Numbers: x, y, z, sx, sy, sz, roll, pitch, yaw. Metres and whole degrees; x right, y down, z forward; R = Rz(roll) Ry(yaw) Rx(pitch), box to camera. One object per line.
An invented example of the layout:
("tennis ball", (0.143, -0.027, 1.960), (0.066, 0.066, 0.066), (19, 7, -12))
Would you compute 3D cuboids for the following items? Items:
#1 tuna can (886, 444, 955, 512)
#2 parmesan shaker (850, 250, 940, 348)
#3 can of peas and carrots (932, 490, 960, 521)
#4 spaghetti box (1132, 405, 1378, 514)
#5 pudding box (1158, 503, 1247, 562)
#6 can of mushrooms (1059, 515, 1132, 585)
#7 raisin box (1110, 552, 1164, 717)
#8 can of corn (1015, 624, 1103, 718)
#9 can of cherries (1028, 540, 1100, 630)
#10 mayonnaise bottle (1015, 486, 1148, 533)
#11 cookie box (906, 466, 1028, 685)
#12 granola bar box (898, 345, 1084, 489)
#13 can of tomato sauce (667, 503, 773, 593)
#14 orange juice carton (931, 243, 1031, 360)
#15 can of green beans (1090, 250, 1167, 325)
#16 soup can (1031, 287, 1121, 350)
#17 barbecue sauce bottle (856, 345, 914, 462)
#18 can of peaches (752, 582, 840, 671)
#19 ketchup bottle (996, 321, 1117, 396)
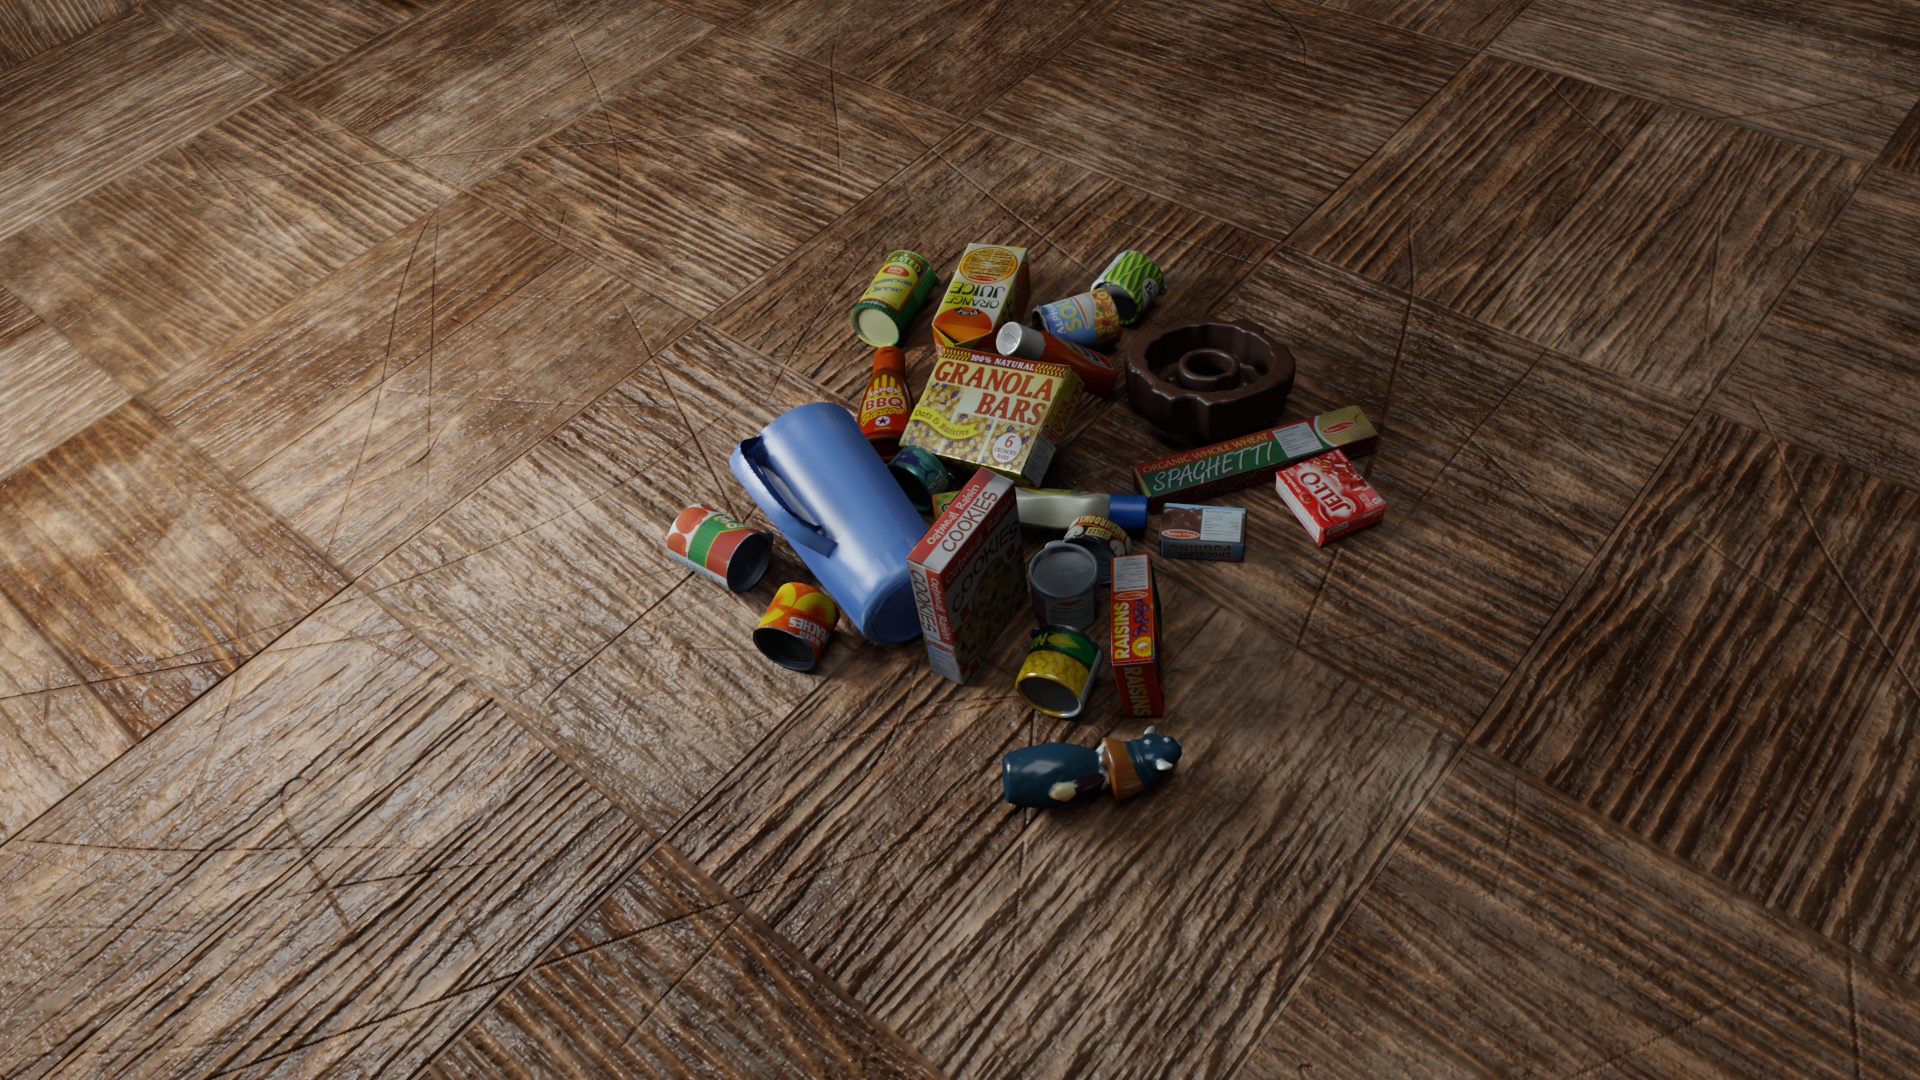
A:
("tuna can", (-0.042, -0.062, 1.432), (0.071, 0.070, 0.033), (26, 59, 27))
("parmesan shaker", (-0.076, -0.282, 1.628), (0.071, 0.071, 0.103), (13, 53, 19))
("can of peas and carrots", (0.005, -0.017, 1.384), (0.059, 0.070, 0.071), (-8, 49, 2))
("spaghetti box", (0.301, -0.084, 1.427), (0.250, 0.028, 0.050), (-16, 49, -6))
("pudding box", (0.239, -0.009, 1.370), (0.084, 0.030, 0.050), (4, 51, 11))
("can of mushrooms", (0.131, 0.008, 1.344), (0.071, 0.070, 0.034), (17, 52, 21))
("raisin box", (0.162, 0.086, 1.261), (0.040, 0.085, 0.124), (-5, 48, 12))
("can of corn", (0.087, 0.118, 1.257), (0.071, 0.070, 0.058), (13, 53, 18))
("can of cherries", (0.100, 0.044, 1.325), (0.071, 0.058, 0.072), (-5, 49, 5))
("mayonnaise bottle", (0.112, -0.031, 1.389), (0.148, 0.041, 0.065), (3, 7, 9))
("cookie box", (0.009, 0.034, 1.274), (0.040, 0.166, 0.123), (22, 55, 25))
("granola bar box", (0.030, -0.129, 1.423), (0.165, 0.039, 0.124), (15, 75, 38))
("can of tomato sauce", (-0.242, 0.006, 1.400), (0.083, 0.070, 0.071), (24, 57, 27))
("orange juice carton", (0.021, -0.251, 1.583), (0.073, 0.071, 0.194), (9, 51, 15))
("can of green beans", (0.192, -0.290, 1.597), (0.071, 0.071, 0.058), (24, 57, 26))
("soup can", (0.130, -0.244, 1.562), (0.084, 0.071, 0.071), (-19, 49, -9))
("barbecue sauce bottle", (-0.081, -0.153, 1.531), (0.065, 0.043, 0.149), (-5, 48, 6))
("can of peaches", (-0.154, 0.081, 1.321), (0.071, 0.071, 0.058), (12, 51, 18))
("ketchup bottle", (0.101, -0.196, 1.484), (0.149, 0.043, 0.065), (13, 25, -44))
